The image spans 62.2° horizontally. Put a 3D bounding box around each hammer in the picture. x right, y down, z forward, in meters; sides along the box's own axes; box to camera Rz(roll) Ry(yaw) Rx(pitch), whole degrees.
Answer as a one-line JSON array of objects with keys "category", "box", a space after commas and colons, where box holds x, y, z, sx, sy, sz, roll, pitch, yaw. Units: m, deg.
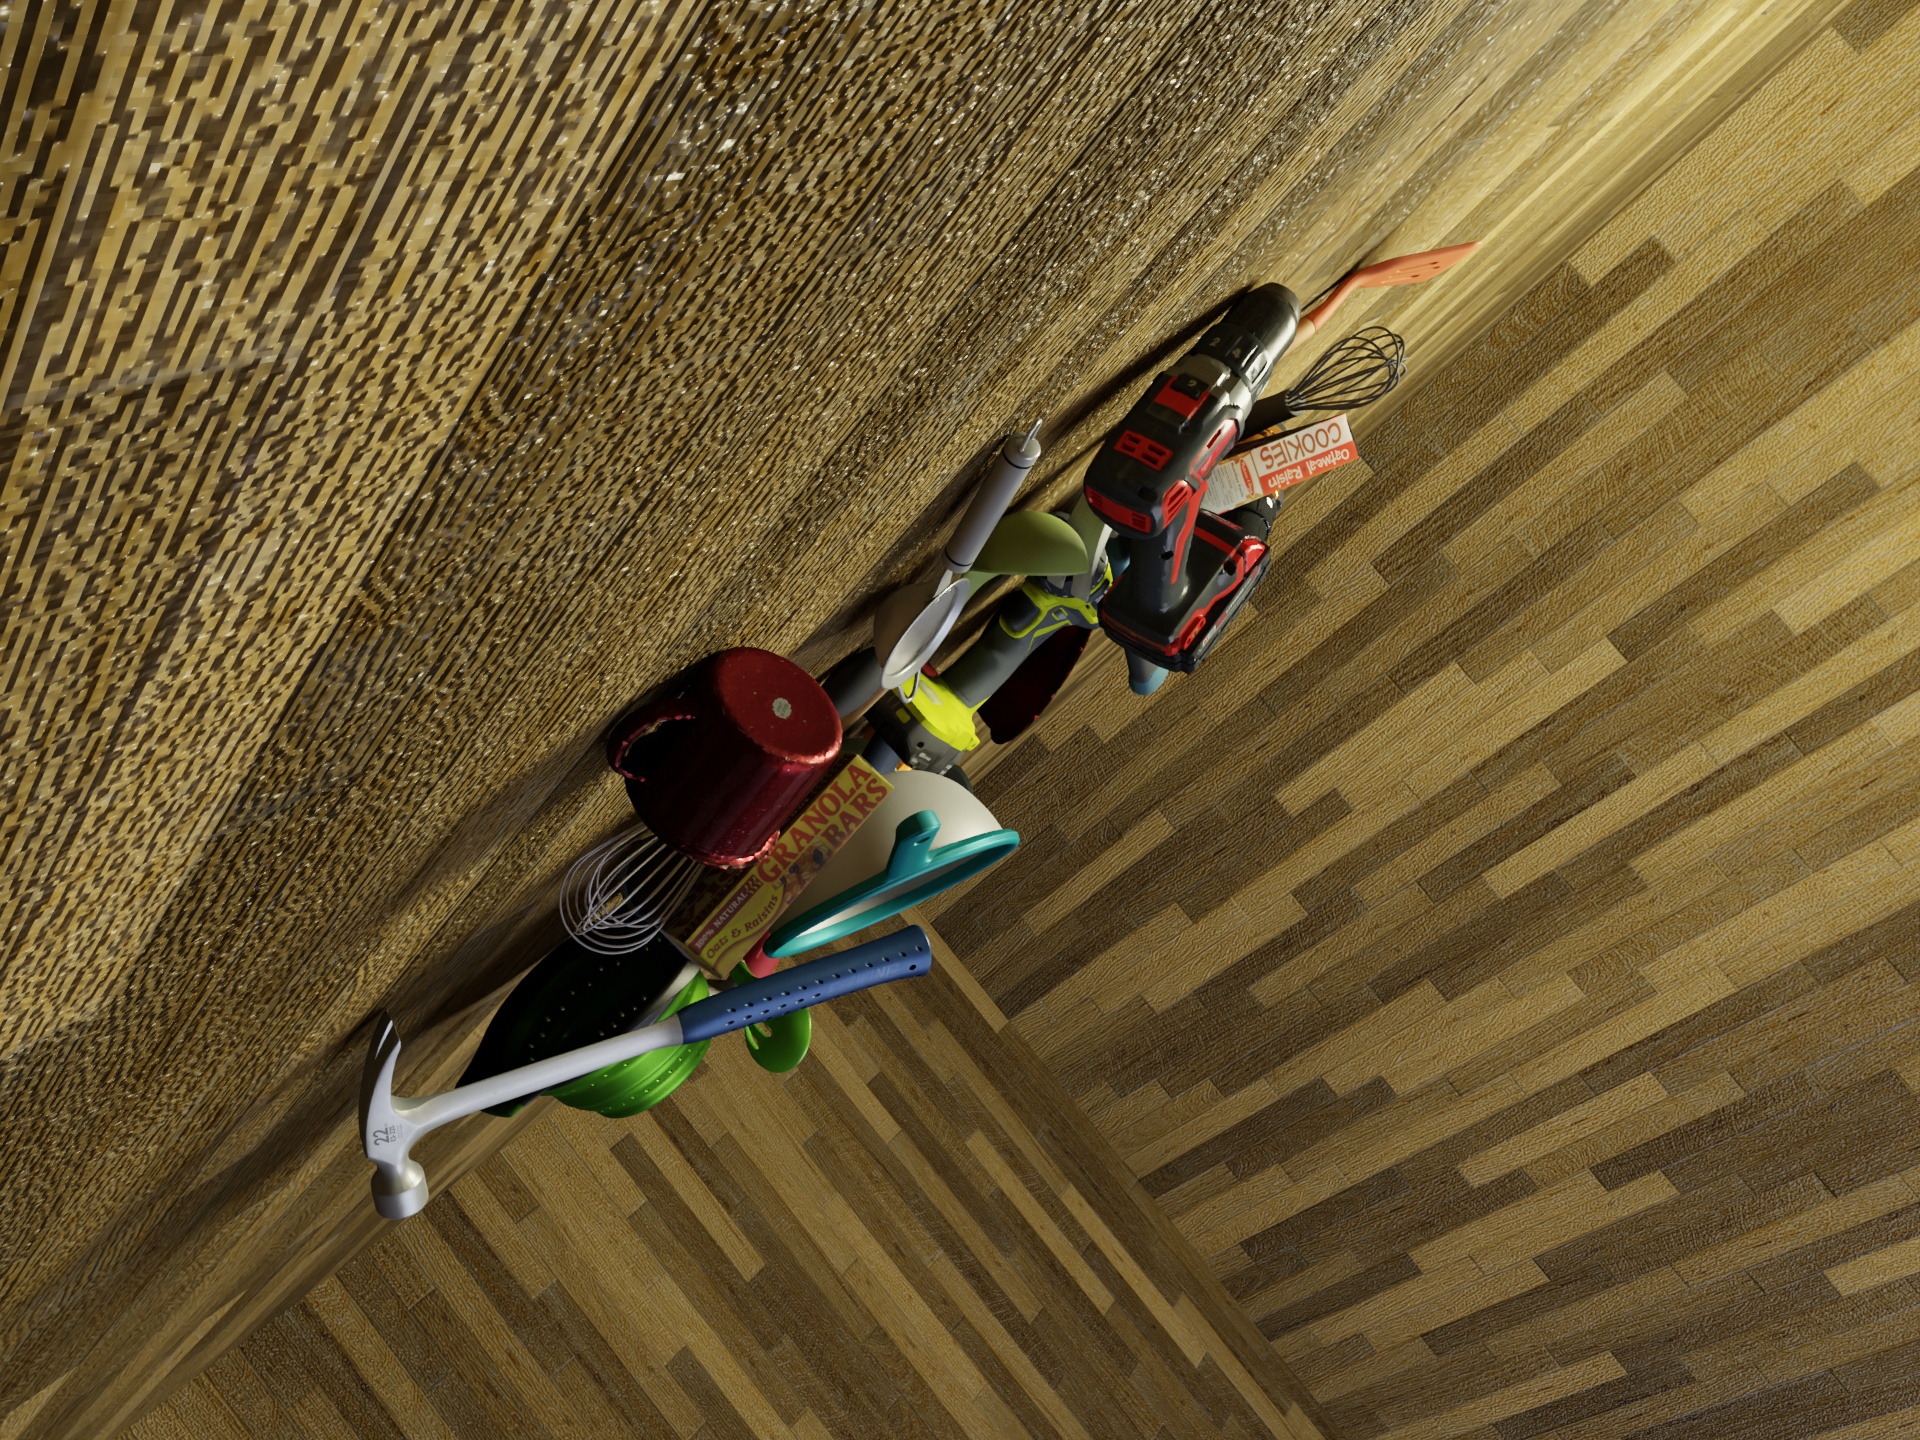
[{"category": "hammer", "box": [-0.129, 0.107, 1.385, 0.143, 0.038, 0.386, 15, 117, -36]}, {"category": "hammer", "box": [0.129, -0.099, 1.193, 0.128, 0.033, 0.330, -53, 158, -11]}, {"category": "hammer", "box": [-0.204, 0.211, 1.091, 0.405, 0.035, 0.144, -15, 122, -27]}]

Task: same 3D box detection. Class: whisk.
[{"category": "whisk", "box": [-0.149, 0.044, 1.056, 0.284, 0.070, 0.070, -44, 177, -17]}, {"category": "whisk", "box": [0.257, -0.250, 1.231, 0.055, 0.055, 0.239, -37, -168, -27]}]

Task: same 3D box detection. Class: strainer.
[{"category": "strainer", "box": [-0.060, 0.079, 1.147, 0.211, 0.095, 0.340, -23, 168, -13]}, {"category": "strainer", "box": [-0.005, -0.094, 0.938, 0.087, 0.050, 0.258, -43, 173, -38]}]

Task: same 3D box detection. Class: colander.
[{"category": "colander", "box": [-0.208, 0.179, 1.247, 0.204, 0.094, 0.397, -1, -141, 51]}]

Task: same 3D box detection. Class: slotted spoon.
[{"category": "slotted spoon", "box": [-0.192, 0.195, 1.305, 0.314, 0.031, 0.070, 34, -77, 59]}]

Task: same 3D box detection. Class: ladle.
[{"category": "ladle", "box": [-0.027, -0.042, 1.117, 0.078, 0.062, 0.320, -9, 155, -45]}]

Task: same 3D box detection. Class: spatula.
[{"category": "spatula", "box": [0.246, -0.273, 1.183, 0.322, 0.041, 0.081, -37, -176, -11]}]

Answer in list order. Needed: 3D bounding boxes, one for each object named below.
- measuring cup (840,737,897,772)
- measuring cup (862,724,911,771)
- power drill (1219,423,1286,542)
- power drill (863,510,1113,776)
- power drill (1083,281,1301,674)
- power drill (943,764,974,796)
[{"category": "measuring cup", "box": [-0.068, 0.065, 1.441, 0.167, 0.038, 0.083, 27, 109, -44]}, {"category": "measuring cup", "box": [-0.043, -0.002, 1.445, 0.095, 0.052, 0.173, -38, 171, -19]}, {"category": "power drill", "box": [0.211, -0.155, 1.454, 0.226, 0.084, 0.185, -45, -159, 44]}, {"category": "power drill", "box": [0.028, -0.065, 1.221, 0.228, 0.080, 0.190, -42, 165, 5]}, {"category": "power drill", "box": [0.154, -0.153, 1.021, 0.188, 0.080, 0.226, -52, 157, -18]}, {"category": "power drill", "box": [-0.102, 0.116, 1.574, 0.223, 0.080, 0.171, -23, 172, -12]}]
